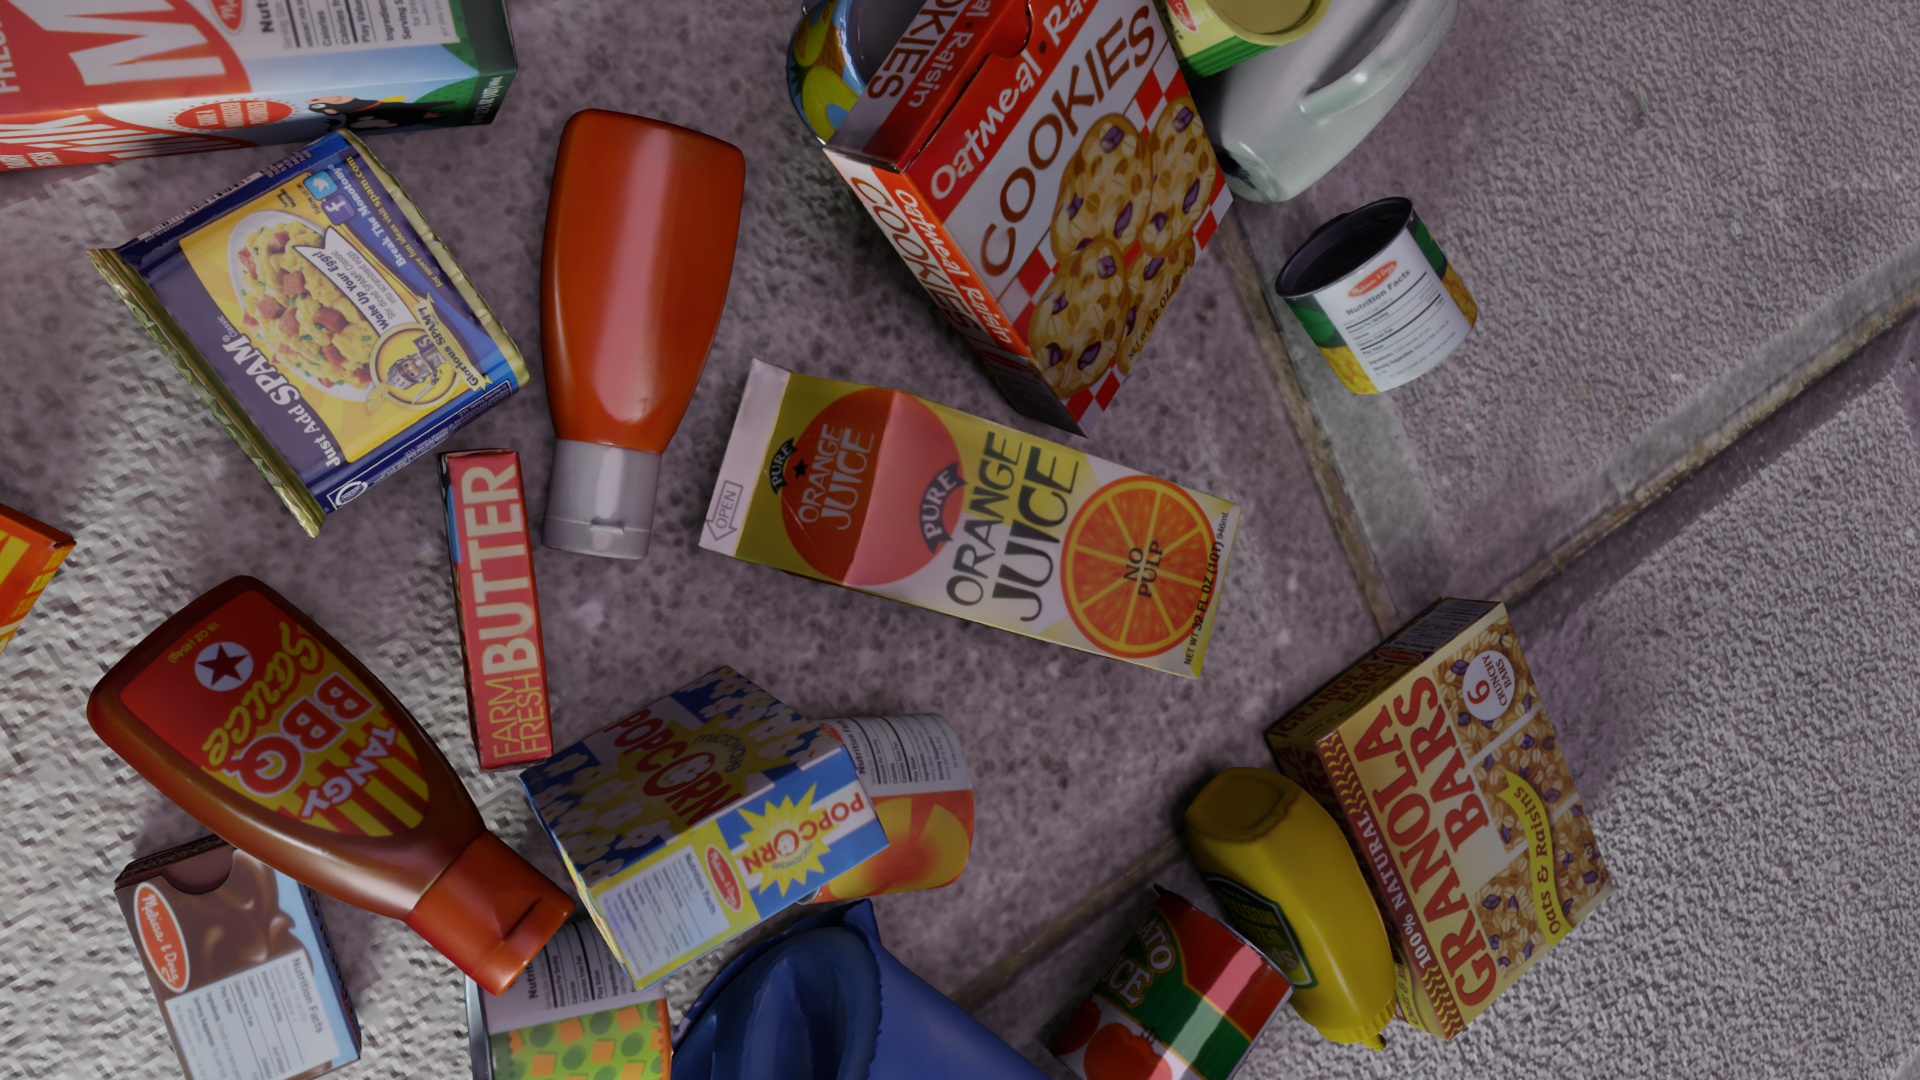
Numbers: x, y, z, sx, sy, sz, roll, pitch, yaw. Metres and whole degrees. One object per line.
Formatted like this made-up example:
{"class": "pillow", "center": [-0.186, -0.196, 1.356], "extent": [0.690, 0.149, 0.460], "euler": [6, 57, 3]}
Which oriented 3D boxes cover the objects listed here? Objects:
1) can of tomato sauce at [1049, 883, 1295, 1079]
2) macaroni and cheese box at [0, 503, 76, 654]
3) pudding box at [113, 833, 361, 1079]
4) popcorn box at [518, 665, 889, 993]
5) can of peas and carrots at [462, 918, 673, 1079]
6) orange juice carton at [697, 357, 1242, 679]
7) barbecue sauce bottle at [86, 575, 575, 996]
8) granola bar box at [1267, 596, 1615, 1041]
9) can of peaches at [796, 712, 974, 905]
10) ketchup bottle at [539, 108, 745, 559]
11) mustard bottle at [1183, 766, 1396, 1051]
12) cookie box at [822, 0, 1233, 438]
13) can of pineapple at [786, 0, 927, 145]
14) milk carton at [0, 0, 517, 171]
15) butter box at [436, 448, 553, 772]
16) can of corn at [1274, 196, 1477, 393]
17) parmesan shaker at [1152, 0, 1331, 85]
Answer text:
{"class": "can of tomato sauce", "center": [0.086, 0.197, 0.574], "extent": [0.071, 0.071, 0.083], "euler": [45, 75, -20]}
{"class": "macaroni and cheese box", "center": [-0.353, 0.041, 0.379], "extent": [0.123, 0.040, 0.167], "euler": [33, 79, -22]}
{"class": "pudding box", "center": [-0.229, 0.135, 0.445], "extent": [0.050, 0.030, 0.083], "euler": [-18, 100, -22]}
{"class": "popcorn box", "center": [-0.089, 0.087, 0.455], "extent": [0.085, 0.126, 0.038], "euler": [-26, 107, -21]}
{"class": "can of peas and carrots", "center": [-0.134, 0.166, 0.472], "extent": [0.059, 0.071, 0.071], "euler": [-5, 95, -25]}
{"class": "orange juice carton", "center": [0.002, -0.007, 0.523], "extent": [0.193, 0.073, 0.072], "euler": [16, 86, -24]}
{"class": "barbecue sauce bottle", "center": [-0.188, 0.080, 0.430], "extent": [0.148, 0.043, 0.065], "euler": [41, 51, -3]}
{"class": "granola bar box", "center": [0.228, 0.128, 0.651], "extent": [0.124, 0.039, 0.165], "euler": [-32, 105, -21]}
{"class": "can of peaches", "center": [-0.034, 0.100, 0.516], "extent": [0.058, 0.071, 0.071], "euler": [-1, 93, -25]}
{"class": "ketchup bottle", "center": [-0.116, -0.069, 0.482], "extent": [0.065, 0.043, 0.148], "euler": [9, 89, -24]}
{"class": "mustard bottle", "center": [0.155, 0.172, 0.607], "extent": [0.049, 0.065, 0.160], "euler": [-39, 111, -22]}
{"class": "cookie box", "center": [0.035, -0.132, 0.506], "extent": [0.123, 0.040, 0.167], "euler": [-58, 144, -11]}
{"class": "can of pineapple", "center": [-0.026, -0.178, 0.511], "extent": [0.071, 0.058, 0.071], "euler": [-1, 93, -24]}
{"class": "milk carton", "center": [-0.238, -0.155, 0.407], "extent": [0.191, 0.072, 0.073], "euler": [-14, 98, -25]}
{"class": "butter box", "center": [-0.155, 0.021, 0.462], "extent": [0.024, 0.053, 0.103], "euler": [-7, 95, -22]}
{"class": "can of corn", "center": [0.181, -0.107, 0.608], "extent": [0.071, 0.071, 0.058], "euler": [-47, 110, -16]}
{"class": "parmesan shaker", "center": [0.085, -0.214, 0.536], "extent": [0.071, 0.103, 0.071], "euler": [-1, 94, -25]}
